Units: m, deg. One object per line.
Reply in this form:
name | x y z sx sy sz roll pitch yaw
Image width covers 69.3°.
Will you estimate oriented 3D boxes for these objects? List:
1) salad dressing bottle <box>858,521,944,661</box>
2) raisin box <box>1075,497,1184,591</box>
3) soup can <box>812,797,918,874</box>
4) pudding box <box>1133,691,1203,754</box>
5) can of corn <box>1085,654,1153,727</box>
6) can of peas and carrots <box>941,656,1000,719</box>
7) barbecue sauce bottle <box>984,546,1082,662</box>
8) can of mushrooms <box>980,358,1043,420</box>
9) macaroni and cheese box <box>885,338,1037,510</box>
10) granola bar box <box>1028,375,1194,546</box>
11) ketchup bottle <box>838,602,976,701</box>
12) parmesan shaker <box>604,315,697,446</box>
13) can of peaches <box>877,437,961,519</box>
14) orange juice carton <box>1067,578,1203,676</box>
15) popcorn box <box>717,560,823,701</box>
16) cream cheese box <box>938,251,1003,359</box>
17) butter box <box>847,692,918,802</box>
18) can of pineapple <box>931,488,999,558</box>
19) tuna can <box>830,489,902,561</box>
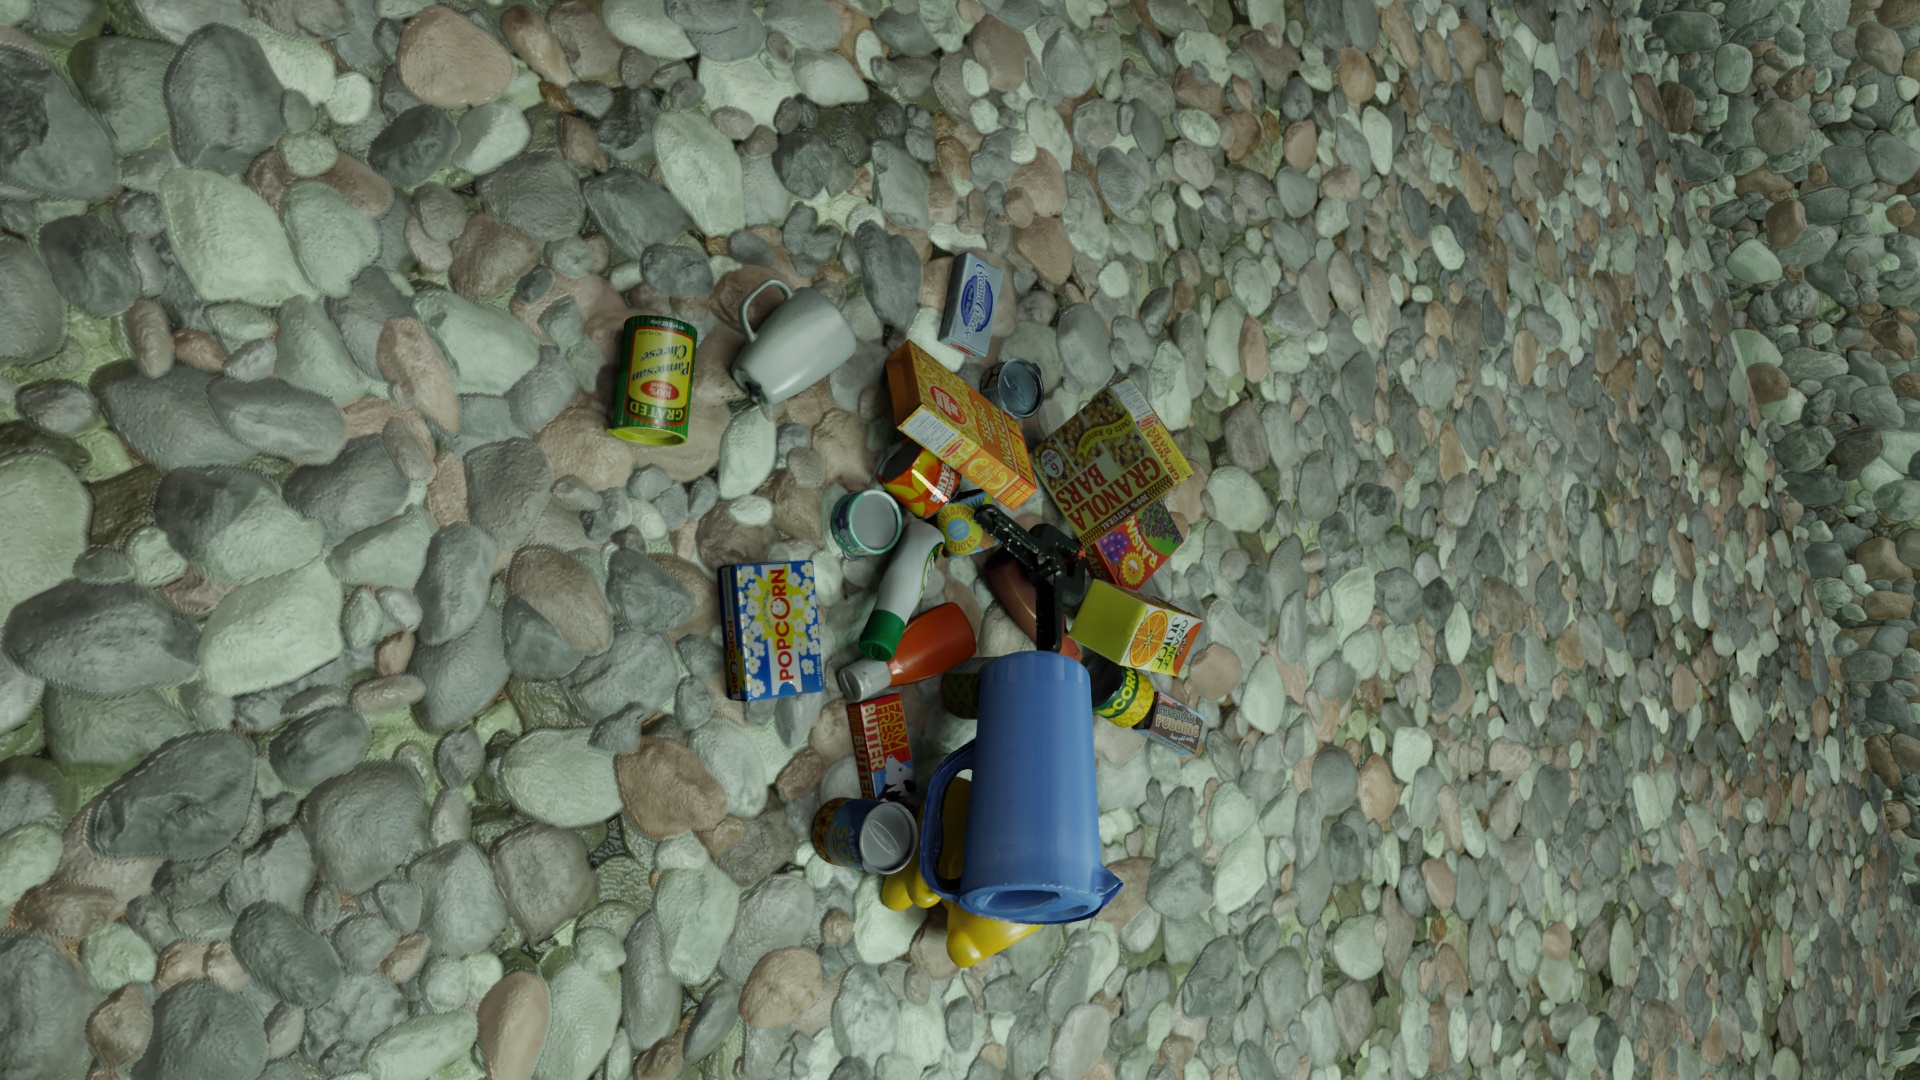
salad dressing bottle | -0.059 0.050 1.371 0.044 0.064 0.148 21 56 2
raisin box | 0.196 0.003 1.607 0.124 0.040 0.086 -42 111 -34
soup can | -0.093 0.279 1.310 0.071 0.083 0.071 6 81 -38
pudding box | 0.244 0.214 1.624 0.083 0.030 0.050 31 65 -32
can of corn | 0.175 0.168 1.548 0.058 0.071 0.071 34 65 -32
can of peas and carrots | 0.023 0.155 1.435 0.071 0.058 0.071 5 82 -38
barbecue sauce bottle | 0.082 0.075 1.502 0.148 0.043 0.065 59 40 -19
can of mushrooms | 0.058 -0.165 1.520 0.071 0.033 0.071 6 81 -38
macaroni and cheese box | 0.000 -0.118 1.424 0.166 0.040 0.124 35 26 -31
granola bar box | 0.157 -0.082 1.486 0.039 0.164 0.124 -28 83 -39
ketchup bottle | -0.053 0.115 1.388 0.149 0.043 0.064 -25 91 -38
parmesan shaker | -0.273 -0.141 1.230 0.071 0.071 0.103 11 77 -38
can of peaches | -0.041 -0.065 1.404 0.058 0.071 0.071 43 60 -26
orange juice carton | 0.206 0.100 1.549 0.193 0.073 0.071 17 99 -55
popcorn box | -0.177 0.083 1.297 0.085 0.038 0.126 -3 86 -40
cream cheese box | 0.011 -0.253 1.499 0.053 0.024 0.104 22 71 -35
butter box | -0.077 0.206 1.371 0.053 0.024 0.103 -11 92 -40
can of pineapple | 0.005 -0.018 1.436 0.071 0.071 0.057 -22 99 -38
tuna can | -0.093 -0.015 1.379 0.071 0.032 0.071 6 80 -38
